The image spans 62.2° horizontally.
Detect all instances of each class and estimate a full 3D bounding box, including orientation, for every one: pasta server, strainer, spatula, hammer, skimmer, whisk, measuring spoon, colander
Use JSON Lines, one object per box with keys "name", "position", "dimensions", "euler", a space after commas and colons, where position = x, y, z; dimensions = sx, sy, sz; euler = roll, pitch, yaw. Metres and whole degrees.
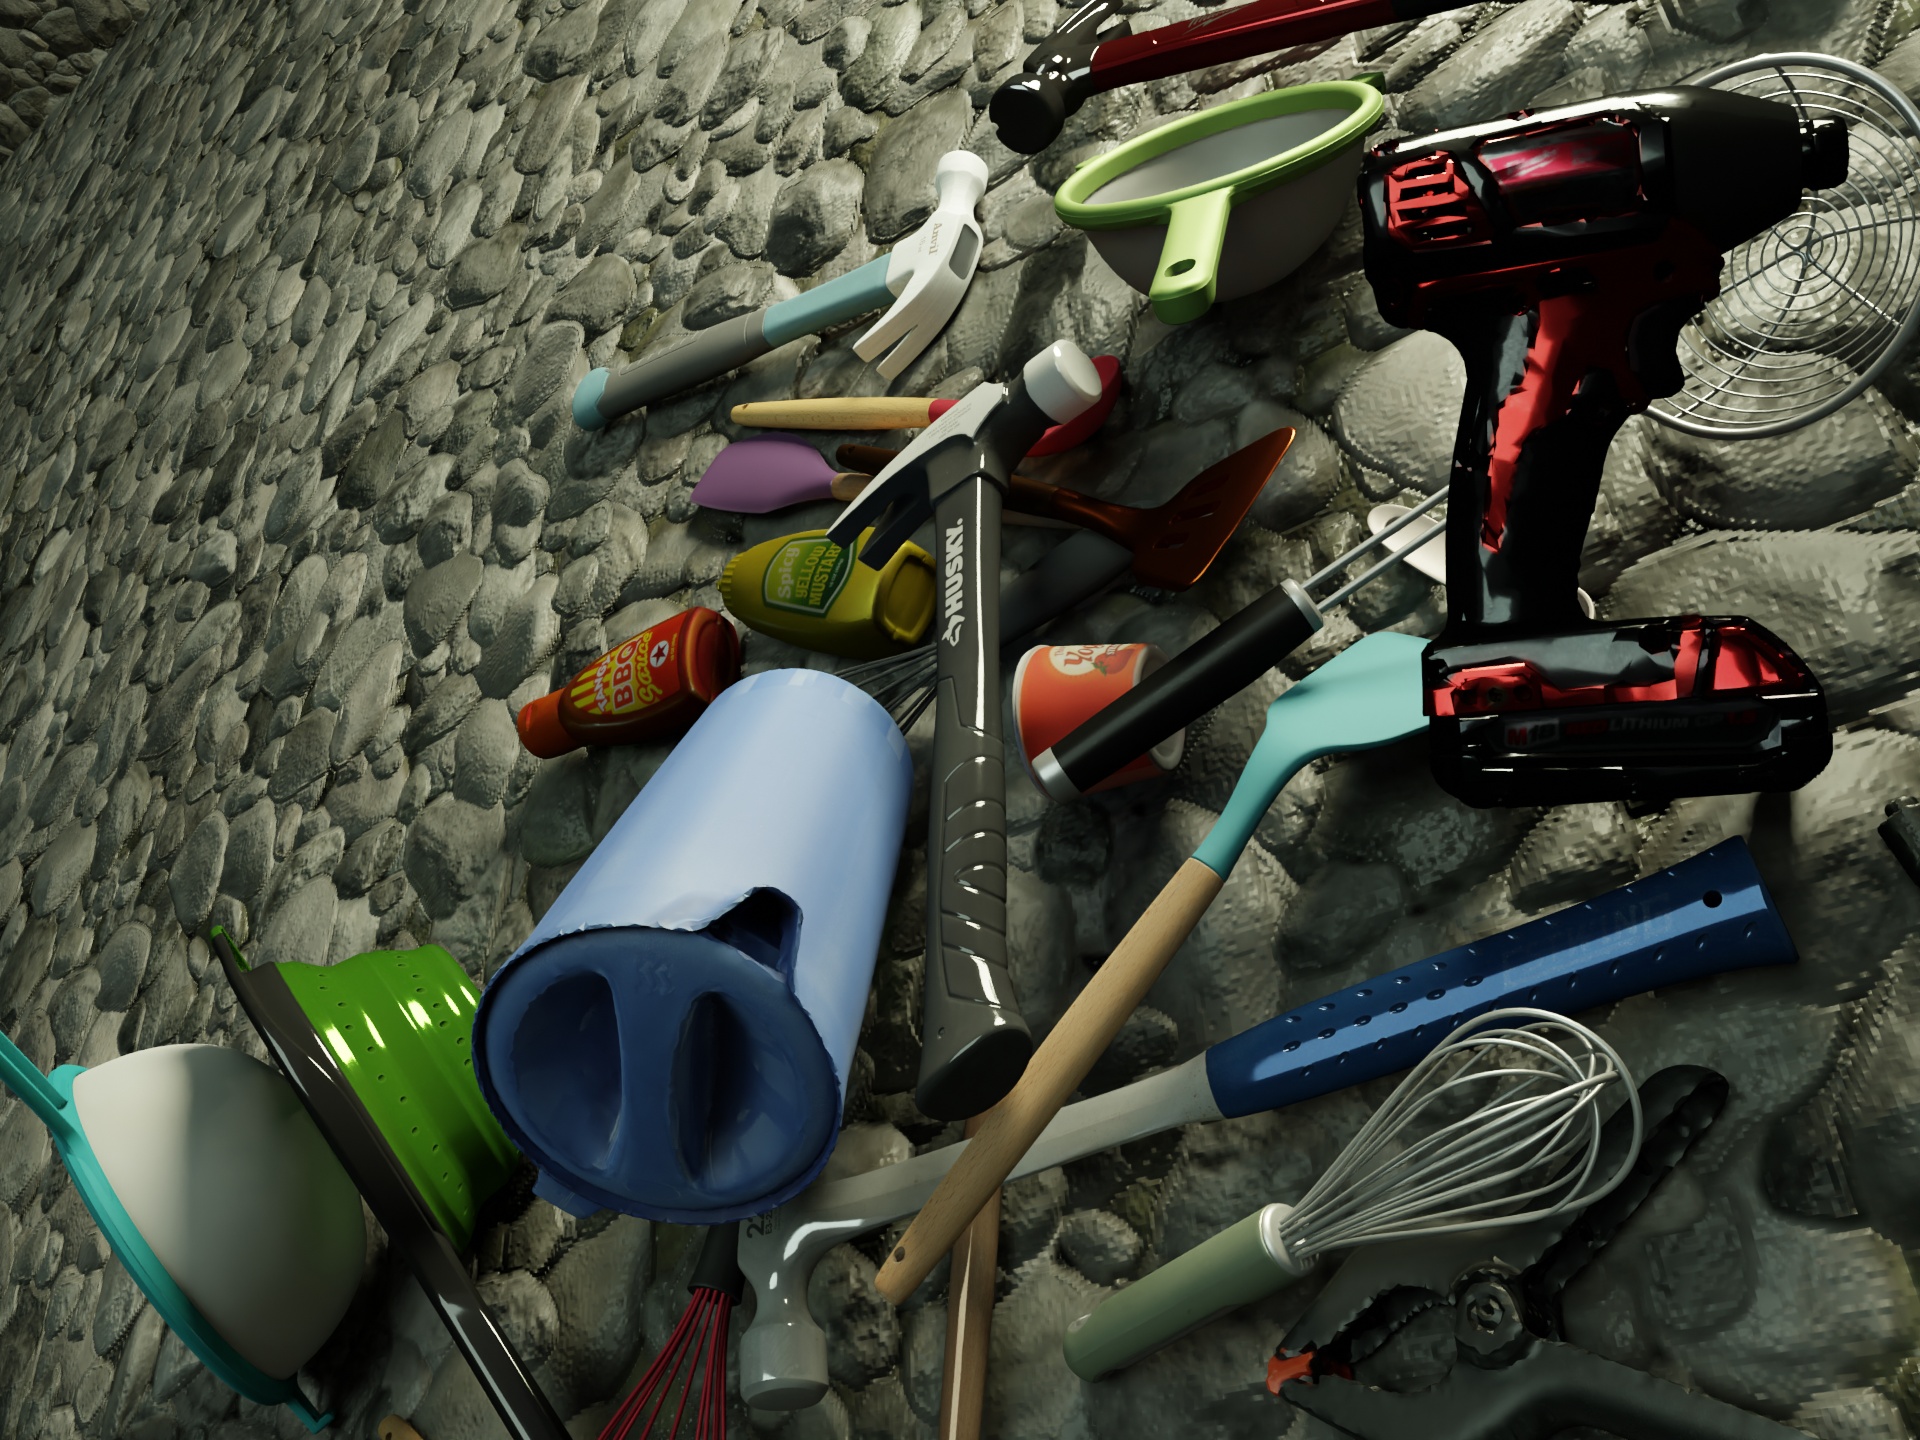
{"name": "pasta server", "position": [0.006, 0.249, 0.605], "dimensions": [0.060, 0.040, 0.316], "euler": [-17, 53, 34]}
{"name": "strainer", "position": [0.113, -0.203, 0.687], "dimensions": [0.151, 0.069, 0.257], "euler": [-10, 32, 21]}
{"name": "spatula", "position": [-0.048, -0.127, 0.866], "dimensions": [0.316, 0.018, 0.060], "euler": [16, 69, 45]}
{"name": "hammer", "position": [-0.125, -0.241, 0.987], "dimensions": [0.331, 0.033, 0.128], "euler": [-11, 59, 37]}
{"name": "skimmer", "position": [0.169, -0.087, 0.573], "dimensions": [0.363, 0.090, 0.127], "euler": [-35, 65, 9]}
{"name": "whisk", "position": [-0.002, -0.034, 0.759], "dimensions": [0.239, 0.055, 0.055], "euler": [-33, 49, 17]}
{"name": "spatula", "position": [0.080, 0.081, 0.570], "dimensions": [0.317, 0.044, 0.082], "euler": [-50, 35, -9]}
{"name": "measuring spoon", "position": [0.199, -0.054, 0.616], "dimensions": [0.034, 0.018, 0.124], "euler": [-44, 38, 4]}
{"name": "hammer", "position": [0.082, 0.129, 0.575], "dimensions": [0.405, 0.035, 0.144], "euler": [-25, 48, 23]}
{"name": "spatula", "position": [0.027, -0.110, 0.740], "dimensions": [0.323, 0.041, 0.081], "euler": [23, 74, 50]}
{"name": "hammer", "position": [0.203, -0.344, 0.742], "dimensions": [0.386, 0.038, 0.143], "euler": [2, 43, 36]}
{"name": "whisk", "position": [0.112, 0.164, 0.511], "dimensions": [0.246, 0.057, 0.059], "euler": [-46, 67, 37]}
{"name": "hammer", "position": [-0.001, -0.002, 0.640], "dimensions": [0.146, 0.035, 0.335], "euler": [-30, 44, 34]}
{"name": "colander", "position": [-0.226, 0.230, 0.766], "dimensions": [0.094, 0.204, 0.397], "euler": [-33, 57, -24]}
{"name": "whisk", "position": [-0.107, 0.255, 0.651], "dimensions": [0.073, 0.073, 0.296], "euler": [-15, 45, 35]}
{"name": "strainer", "position": [-0.392, 0.202, 0.804], "dimensions": [0.095, 0.340, 0.211], "euler": [-33, 47, -20]}

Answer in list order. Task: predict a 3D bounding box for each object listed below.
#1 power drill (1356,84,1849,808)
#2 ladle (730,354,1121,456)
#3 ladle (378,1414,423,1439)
{"name": "power drill", "position": [0.207, -0.087, 0.503], "dimensions": [0.143, 0.078, 0.220], "euler": [-5, 90, 20]}
{"name": "ladle", "position": [-0.031, -0.168, 0.868], "dimensions": [0.316, 0.031, 0.069], "euler": [11, 54, 46]}
{"name": "ladle", "position": [-0.193, 0.382, 0.682], "dimensions": [0.320, 0.062, 0.078], "euler": [16, 79, 47]}
